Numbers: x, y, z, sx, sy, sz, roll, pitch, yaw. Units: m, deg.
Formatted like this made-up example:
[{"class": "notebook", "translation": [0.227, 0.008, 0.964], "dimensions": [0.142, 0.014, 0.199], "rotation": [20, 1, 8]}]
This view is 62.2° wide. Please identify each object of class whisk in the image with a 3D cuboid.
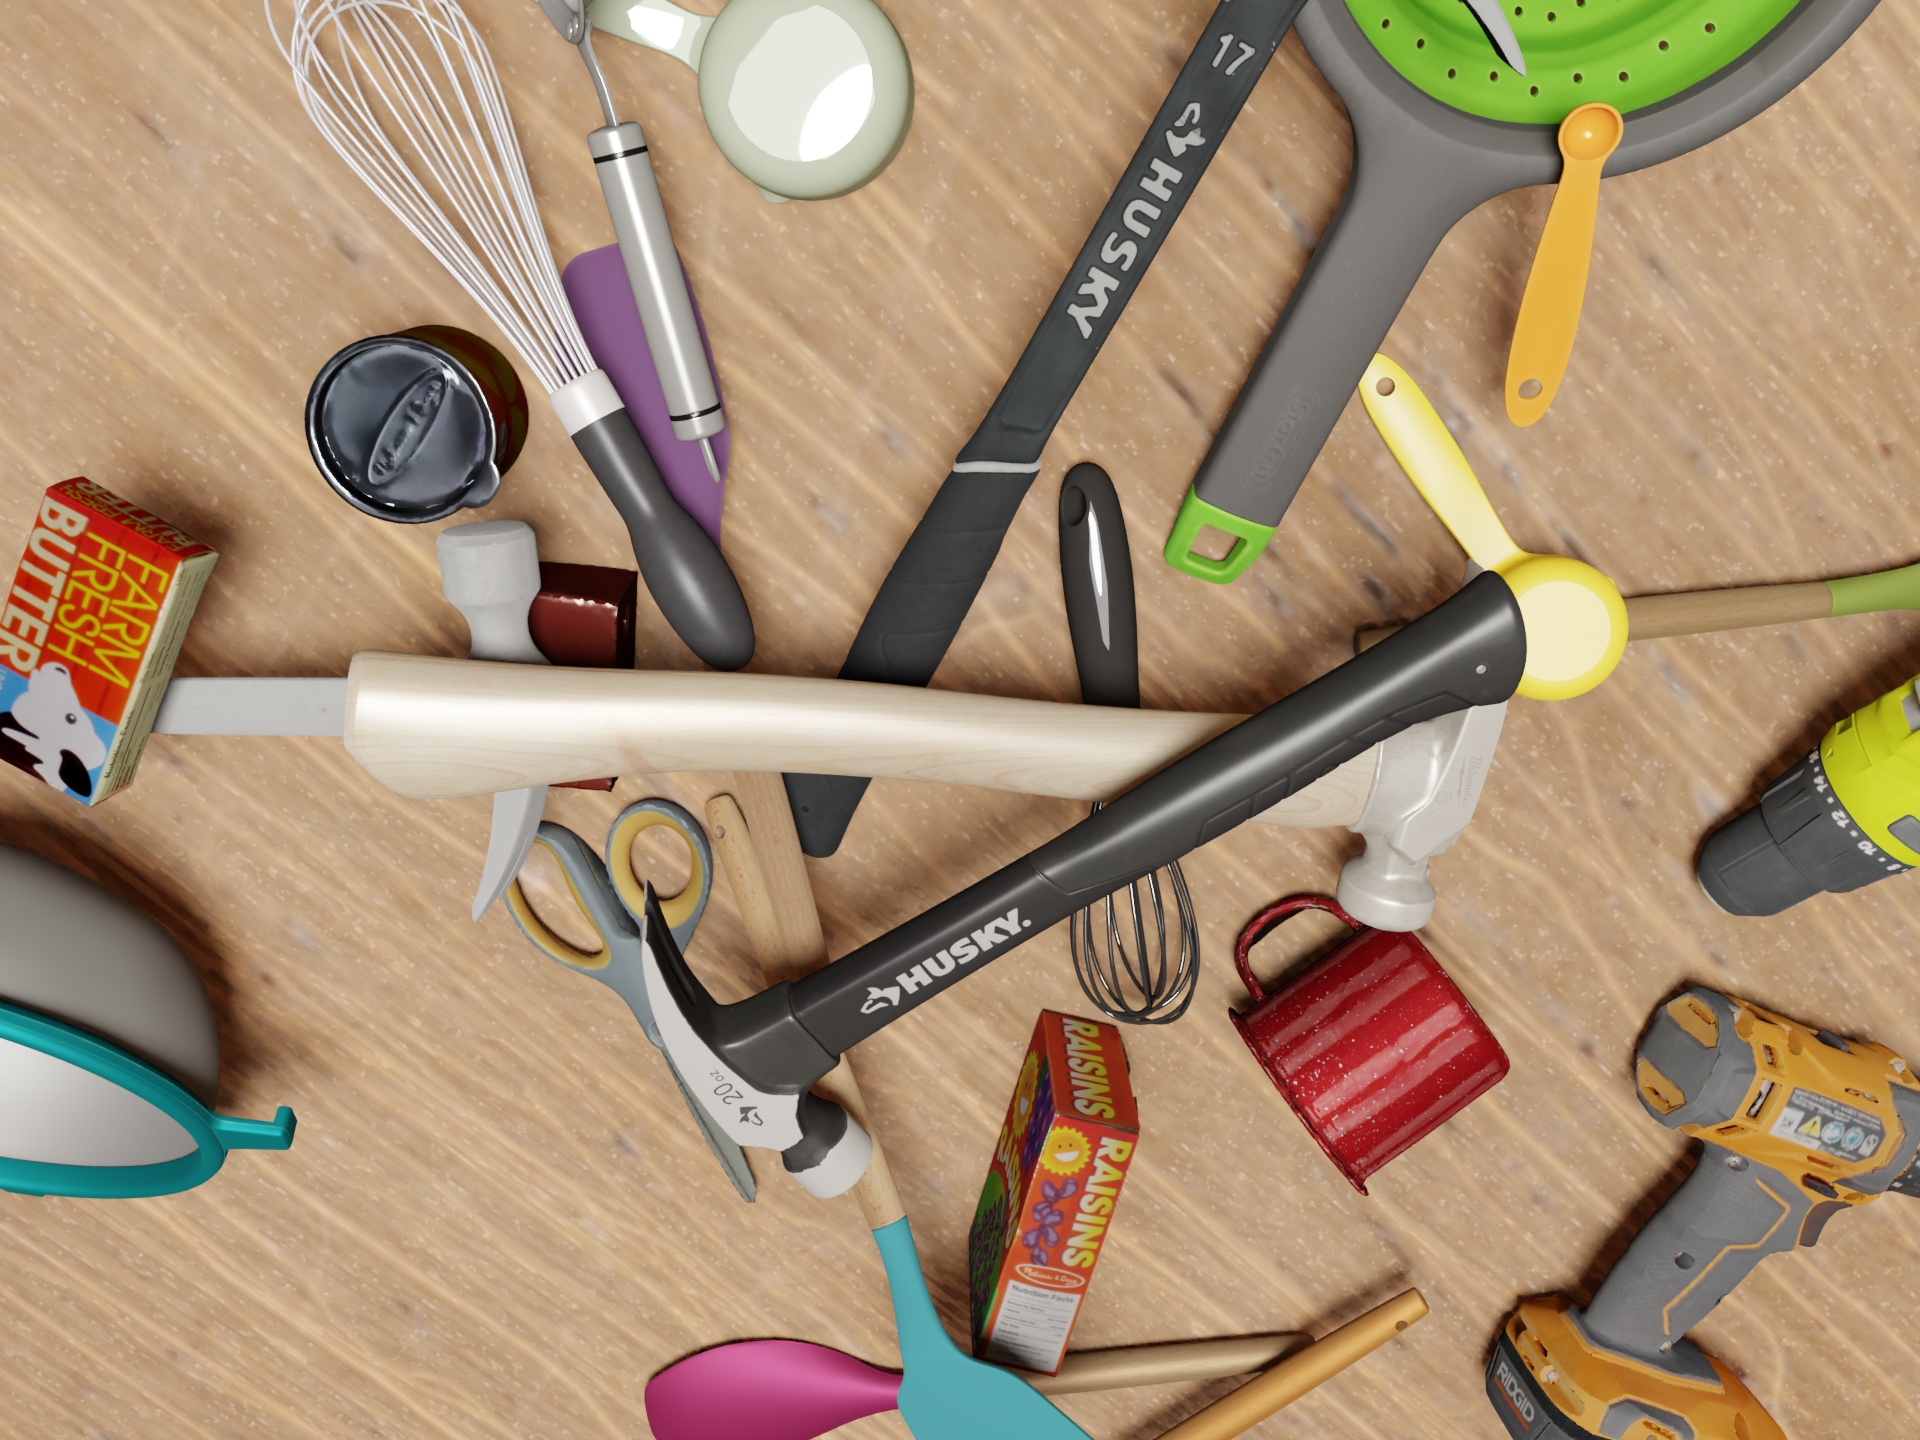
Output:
[{"class": "whisk", "translation": [-0.148, -0.141, 0.562], "dimensions": [0.070, 0.070, 0.284], "rotation": [-28, 102, 7]}, {"class": "whisk", "translation": [0.062, 0.015, 0.644], "dimensions": [0.055, 0.055, 0.239], "rotation": [-7, 104, 0]}]

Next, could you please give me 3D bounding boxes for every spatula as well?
[{"class": "spatula", "translation": [-0.093, -0.025, 0.611], "dimensions": [0.060, 0.018, 0.316], "rotation": [-15, 96, 4]}, {"class": "spatula", "translation": [-0.035, 0.177, 0.649], "dimensions": [0.082, 0.044, 0.317], "rotation": [-27, 83, 28]}, {"class": "spatula", "translation": [0.079, 0.350, 0.752], "dimensions": [0.322, 0.041, 0.081], "rotation": [-35, 110, 10]}]

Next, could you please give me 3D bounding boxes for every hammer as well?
[{"class": "hammer", "translation": [-0.348, 0.000, 0.596], "dimensions": [0.405, 0.035, 0.144], "rotation": [0, 107, 7]}, {"class": "hammer", "translation": [-0.001, -0.002, 0.568], "dimensions": [0.410, 0.038, 0.146], "rotation": [4, 114, -13]}, {"class": "hammer", "translation": [0.027, -0.104, 0.557], "dimensions": [0.149, 0.036, 0.408], "rotation": [27, 120, -6]}, {"class": "hammer", "translation": [0.043, 0.046, 0.557], "dimensions": [0.335, 0.035, 0.146], "rotation": [-31, 121, 9]}]

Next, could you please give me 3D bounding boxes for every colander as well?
[{"class": "colander", "translation": [0.167, -0.226, 0.553], "dimensions": [0.204, 0.095, 0.396], "rotation": [20, 125, -9]}]

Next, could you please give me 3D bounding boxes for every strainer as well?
[{"class": "strainer", "translation": [-0.117, -0.204, 0.537], "dimensions": [0.050, 0.087, 0.258], "rotation": [-21, 114, -17]}, {"class": "strainer", "translation": [-0.411, 0.070, 0.568], "dimensions": [0.211, 0.095, 0.340], "rotation": [-17, 137, 30]}]

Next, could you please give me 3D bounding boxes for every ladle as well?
[{"class": "ladle", "translation": [0.320, -0.040, 0.628], "dimensions": [0.320, 0.062, 0.078], "rotation": [-6, 117, 3]}]

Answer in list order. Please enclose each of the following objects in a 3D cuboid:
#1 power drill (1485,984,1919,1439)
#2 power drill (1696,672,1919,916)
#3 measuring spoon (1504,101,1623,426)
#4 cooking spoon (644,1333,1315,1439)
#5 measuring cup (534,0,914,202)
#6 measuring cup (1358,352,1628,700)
[{"class": "power drill", "translation": [0.361, 0.245, 0.714], "dimensions": [0.185, 0.084, 0.226], "rotation": [20, 102, -10]}, {"class": "power drill", "translation": [0.439, 0.061, 0.637], "dimensions": [0.228, 0.080, 0.190], "rotation": [31, 133, -14]}, {"class": "measuring spoon", "translation": [0.202, -0.152, 0.540], "dimensions": [0.021, 0.011, 0.116], "rotation": [2, 131, 5]}, {"class": "cooking spoon", "translation": [0.010, 0.313, 0.752], "dimensions": [0.319, 0.017, 0.068], "rotation": [-6, 111, 0]}, {"class": "measuring cup", "translation": [-0.096, -0.239, 0.554], "dimensions": [0.167, 0.038, 0.083], "rotation": [22, 106, -8]}, {"class": "measuring cup", "translation": [0.199, -0.075, 0.610], "dimensions": [0.062, 0.029, 0.156], "rotation": [-34, 94, 12]}]
